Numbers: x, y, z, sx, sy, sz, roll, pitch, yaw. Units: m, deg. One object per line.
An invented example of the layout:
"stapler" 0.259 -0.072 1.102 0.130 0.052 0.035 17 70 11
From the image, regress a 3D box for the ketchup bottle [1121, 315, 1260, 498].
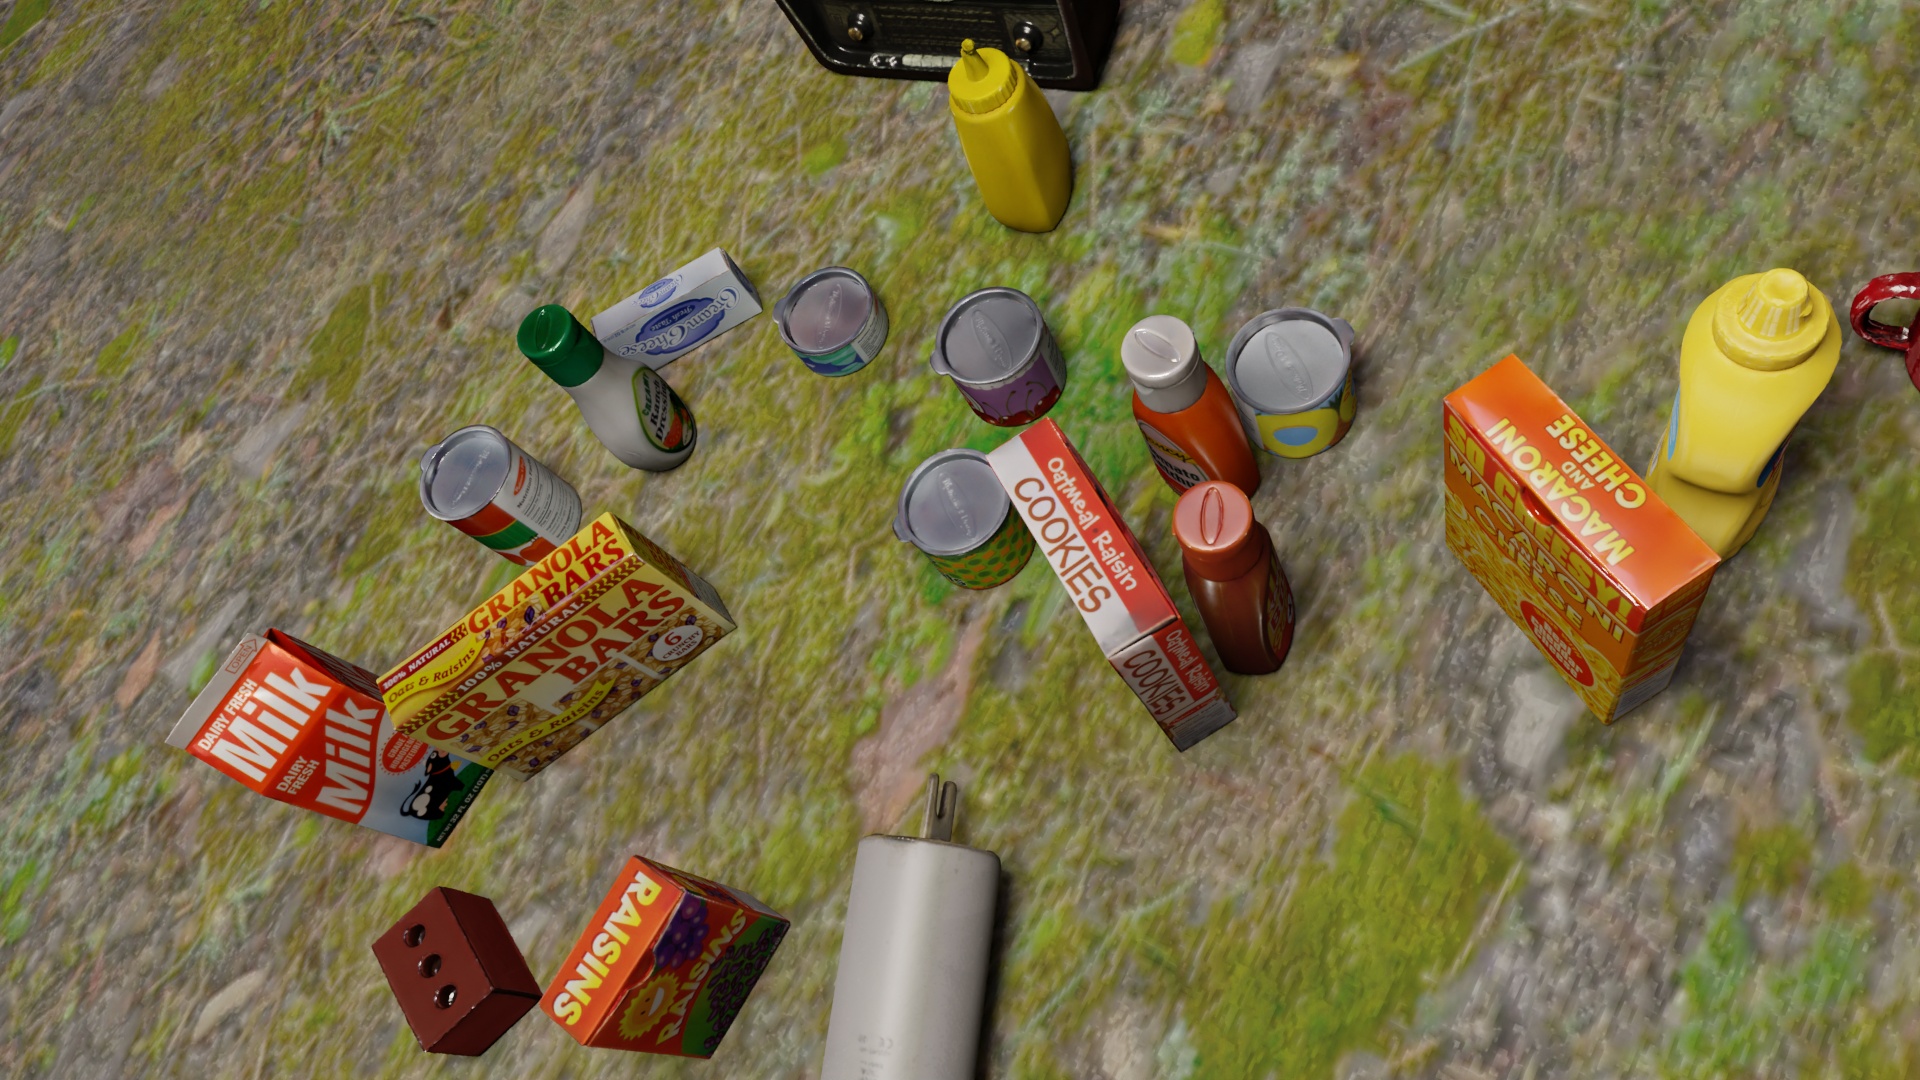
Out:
"ketchup bottle" 0.119 -0.067 0.733 0.065 0.148 0.043 38 84 29

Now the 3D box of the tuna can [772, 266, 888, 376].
"tuna can" -0.085 -0.142 0.907 0.071 0.032 0.071 -8 65 17

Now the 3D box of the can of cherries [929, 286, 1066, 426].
"can of cherries" 0.023 -0.109 0.839 0.071 0.058 0.072 -8 65 17

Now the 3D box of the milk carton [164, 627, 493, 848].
"milk carton" -0.362 0.112 0.803 0.073 0.190 0.072 28 79 28

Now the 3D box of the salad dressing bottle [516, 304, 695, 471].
"salad dressing bottle" -0.219 -0.094 0.868 0.044 0.147 0.064 -9 65 17

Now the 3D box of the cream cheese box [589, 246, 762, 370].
"cream cheese box" -0.191 -0.153 0.939 0.104 0.053 0.024 -28 61 7

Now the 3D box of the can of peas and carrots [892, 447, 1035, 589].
"can of peas and carrots" 0.003 -0.010 0.801 0.071 0.058 0.071 -8 65 17

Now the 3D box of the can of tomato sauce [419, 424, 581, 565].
"can of tomato sauce" -0.299 -0.028 0.905 0.071 0.083 0.071 -8 65 17

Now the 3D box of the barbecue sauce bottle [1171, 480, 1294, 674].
"barbecue sauce bottle" 0.136 0.017 0.689 0.043 0.148 0.065 0 67 20

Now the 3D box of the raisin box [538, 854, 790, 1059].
"raisin box" -0.148 0.218 0.716 0.040 0.123 0.086 27 79 28

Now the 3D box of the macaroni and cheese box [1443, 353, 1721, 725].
"macaroni and cheese box" 0.274 0.006 0.634 0.040 0.166 0.124 -35 60 3

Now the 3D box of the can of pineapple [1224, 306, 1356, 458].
"can of pineapple" 0.186 -0.087 0.770 0.071 0.057 0.071 -8 65 17

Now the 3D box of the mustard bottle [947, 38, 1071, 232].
"mustard bottle" 0.026 -0.252 0.843 0.049 0.160 0.065 9 71 23

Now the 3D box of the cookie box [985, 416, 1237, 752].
"cookie box" 0.079 0.026 0.695 0.040 0.167 0.123 -33 60 4

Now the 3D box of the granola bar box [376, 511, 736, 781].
"granola bar box" -0.233 0.065 0.815 0.165 0.124 0.039 -36 60 2
